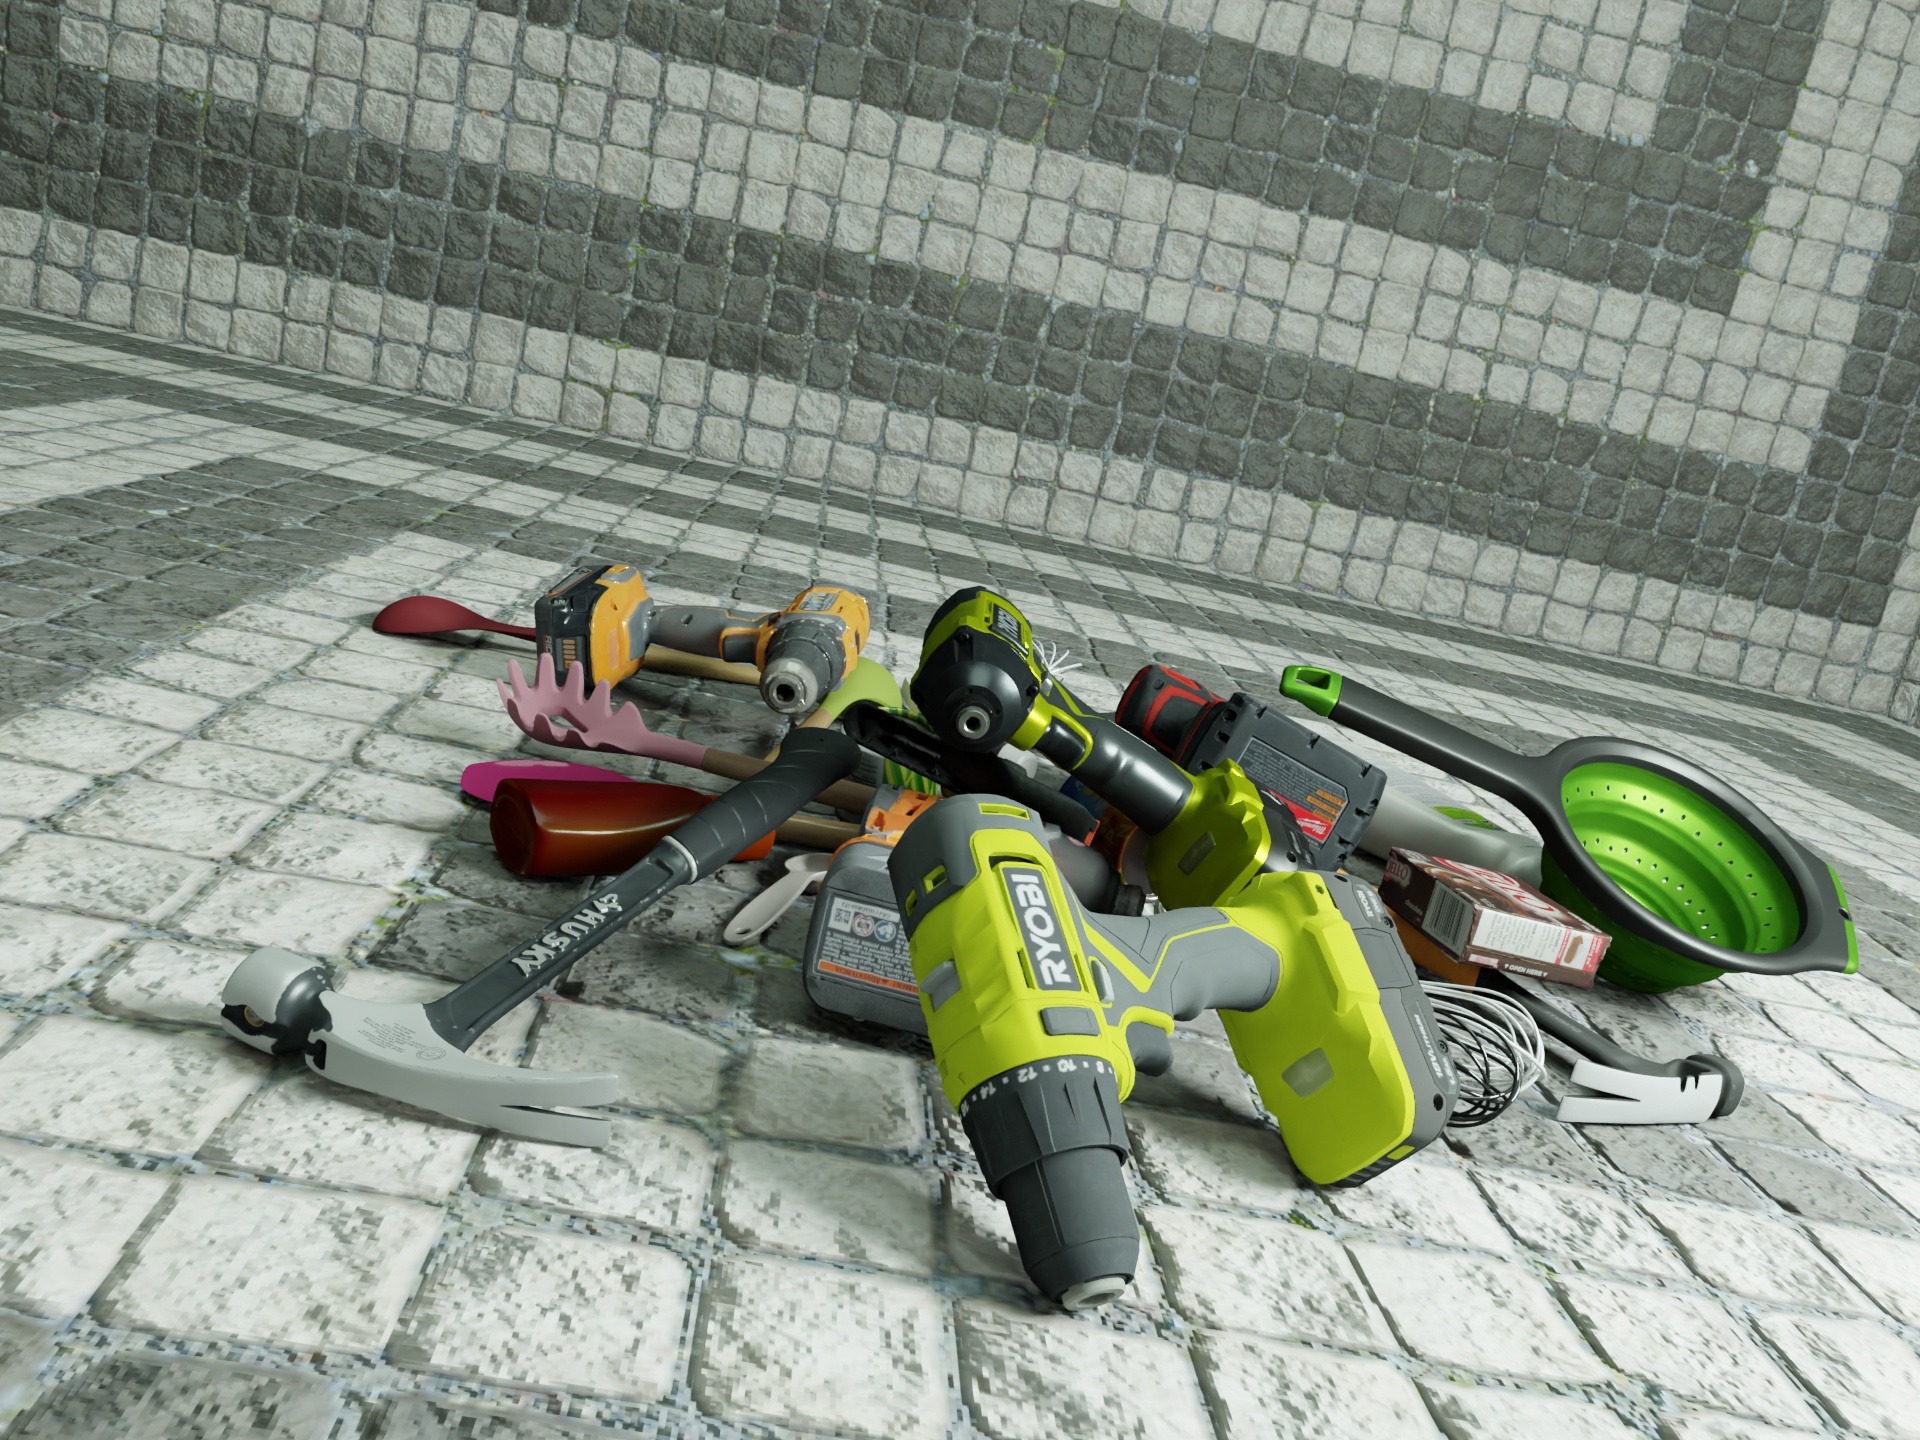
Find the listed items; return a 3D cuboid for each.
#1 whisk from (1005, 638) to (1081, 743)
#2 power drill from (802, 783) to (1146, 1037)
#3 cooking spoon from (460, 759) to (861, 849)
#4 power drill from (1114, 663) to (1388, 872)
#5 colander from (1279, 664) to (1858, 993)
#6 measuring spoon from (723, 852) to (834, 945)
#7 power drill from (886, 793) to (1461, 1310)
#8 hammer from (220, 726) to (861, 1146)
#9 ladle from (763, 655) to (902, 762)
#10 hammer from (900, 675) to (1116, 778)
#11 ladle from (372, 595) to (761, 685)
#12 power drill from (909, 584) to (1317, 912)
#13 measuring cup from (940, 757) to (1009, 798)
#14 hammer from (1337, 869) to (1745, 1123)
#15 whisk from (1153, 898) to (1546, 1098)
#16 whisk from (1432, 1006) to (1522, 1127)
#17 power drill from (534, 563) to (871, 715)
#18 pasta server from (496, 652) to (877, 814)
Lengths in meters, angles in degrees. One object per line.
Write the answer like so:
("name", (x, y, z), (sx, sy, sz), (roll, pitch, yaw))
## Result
("whisk", (-0.003, -0.003, 1.057), (0.070, 0.070, 0.284), (8, -13, -22))
("power drill", (0.014, 0.094, 0.810), (0.164, 0.084, 0.226), (14, 9, 4))
("cooking spoon", (-0.132, 0.059, 0.942), (0.318, 0.017, 0.069), (10, 20, -12))
("power drill", (0.206, 0.037, 1.059), (0.188, 0.080, 0.227), (29, 6, -8))
("colander", (0.380, 0.078, 1.055), (0.397, 0.094, 0.205), (24, 39, 2))
("measuring spoon", (-0.094, 0.098, 0.838), (0.034, 0.018, 0.124), (3, 17, 18))
("power drill", (0.088, 0.130, 0.635), (0.228, 0.080, 0.191), (9, 49, -34))
("hammer", (-0.138, 0.073, 0.746), (0.149, 0.036, 0.409), (19, 21, 14))
("ladle", (-0.108, 0.017, 1.120), (0.078, 0.062, 0.320), (17, 20, 7))
("hammer", (0.087, 0.006, 1.328), (0.146, 0.035, 0.334), (29, 19, 34))
("ladle", (-0.301, -0.060, 1.266), (0.315, 0.031, 0.069), (10, 14, -18))
("power drill", (0.073, 0.026, 0.836), (0.223, 0.080, 0.171), (37, 15, -9))
("measuring cup", (-0.030, 0.051, 1.085), (0.156, 0.029, 0.062), (-8, 20, -27))
("hammer", (0.291, 0.145, 0.960), (0.127, 0.034, 0.337), (7, 14, -29))
("whisk", (0.205, 0.144, 0.876), (0.246, 0.058, 0.059), (21, -19, 42))
("whisk", (0.187, 0.147, 0.830), (0.055, 0.055, 0.239), (2, 13, -39))
("power drill", (-0.186, -0.053, 1.139), (0.226, 0.084, 0.185), (3, 20, 4))
("pasta server", (-0.129, 0.024, 0.973), (0.316, 0.040, 0.060), (15, 35, 1))
